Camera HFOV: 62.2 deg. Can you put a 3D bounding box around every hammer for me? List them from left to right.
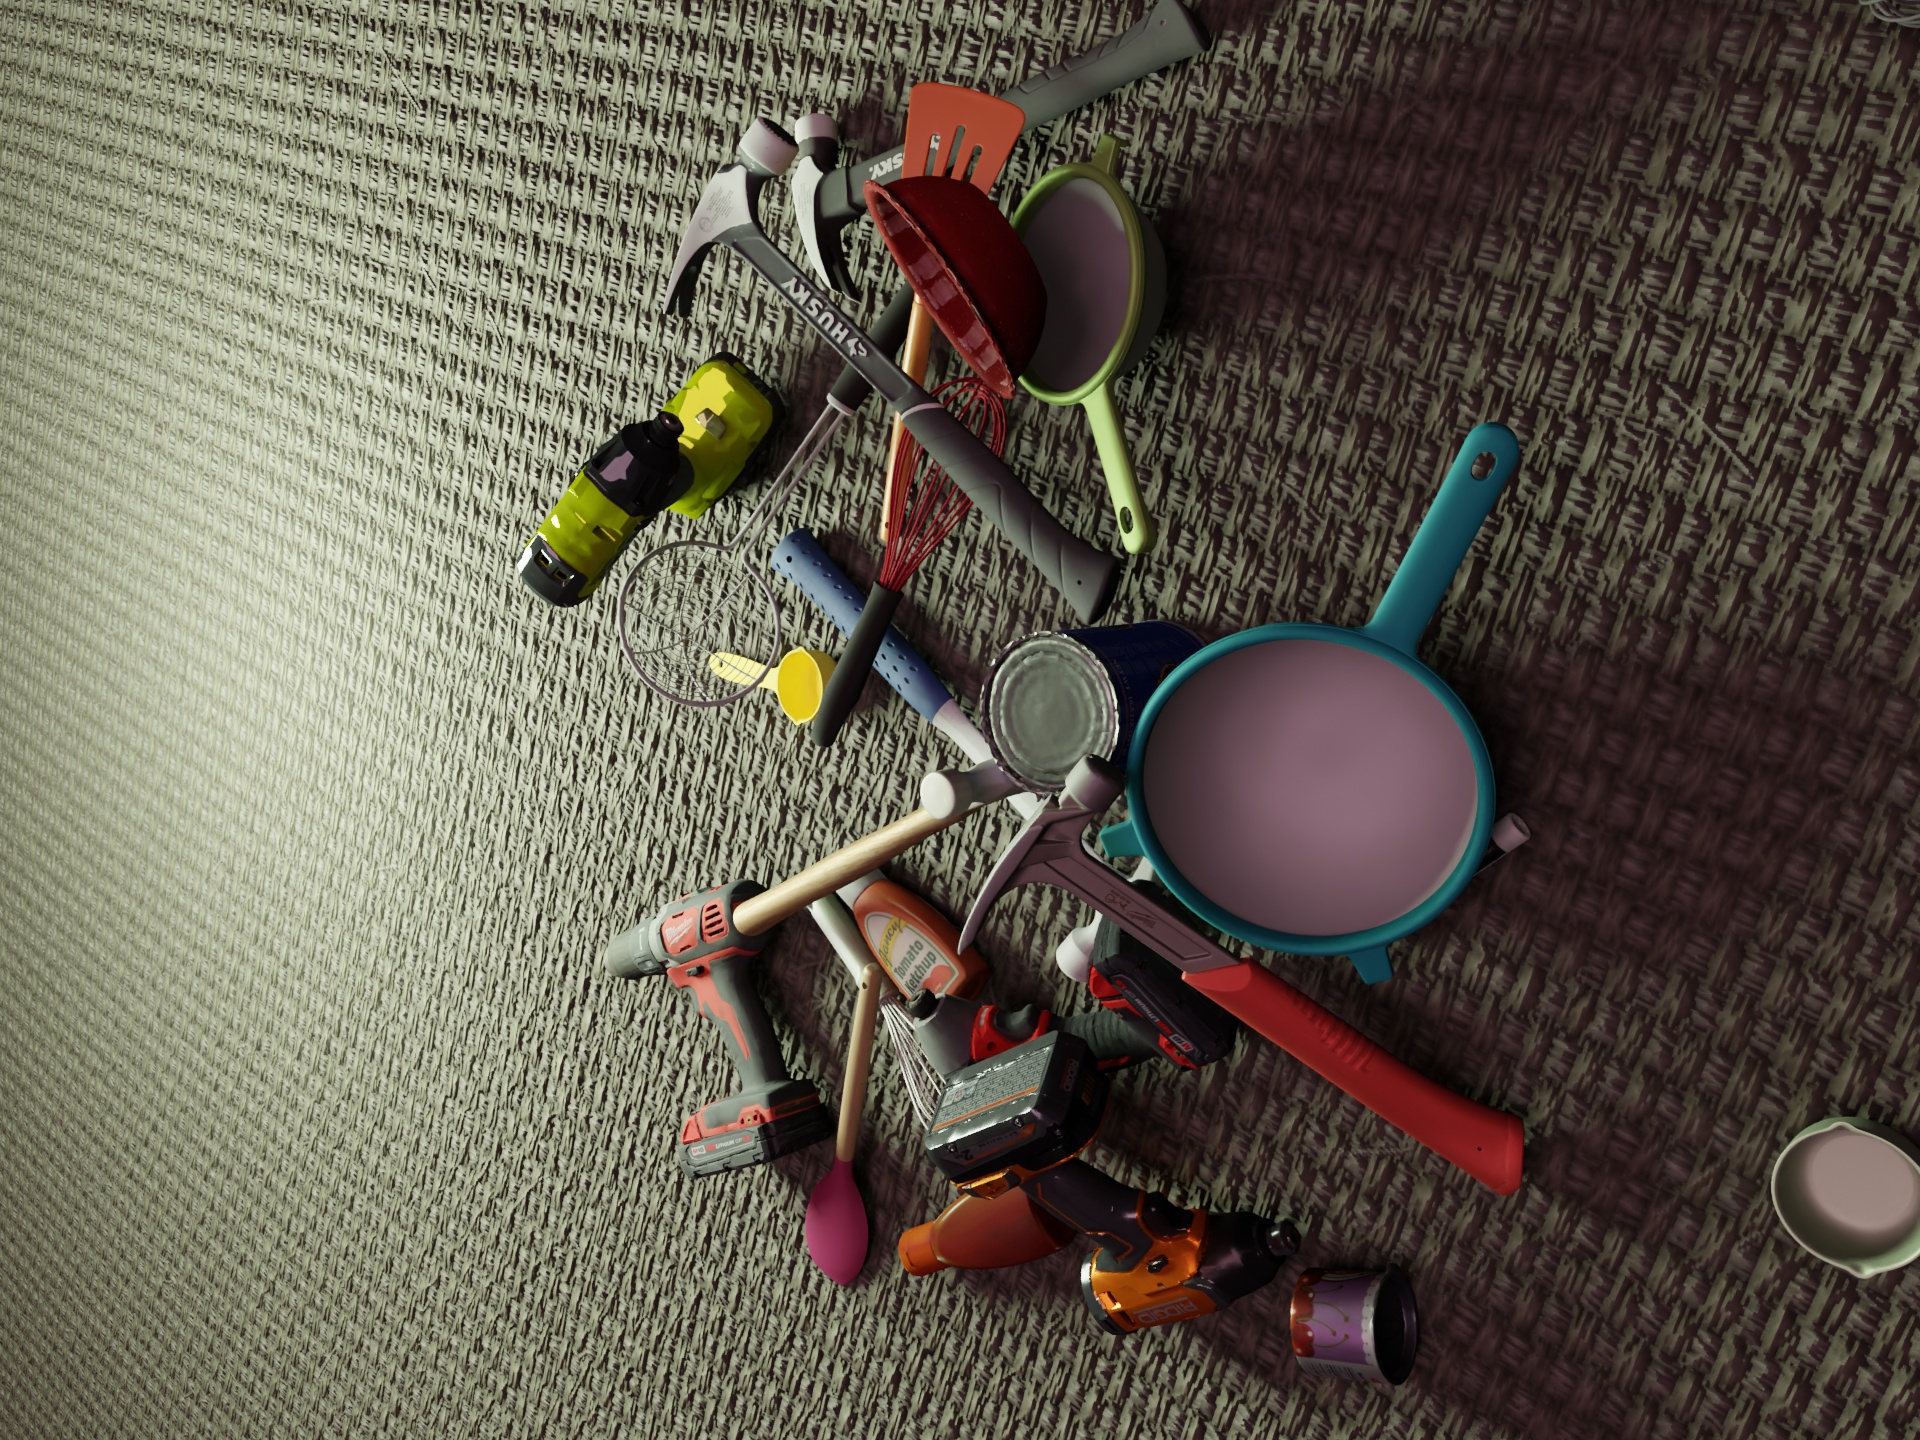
[{"bbox_3d":[-0.061,0.093,1.133,0.331,0.130,0.031,-32,77,44],"label":"hammer"},{"bbox_3d":[-0.043,-0.217,1.072,0.409,0.036,0.149,47,112,11],"label":"hammer"},{"bbox_3d":[-0.002,-0.004,1.161,0.406,0.035,0.144,47,120,23],"label":"hammer"},{"bbox_3d":[0.019,-0.402,1.089,0.335,0.035,0.146,-13,76,35],"label":"hammer"},{"bbox_3d":[0.178,0.176,0.953,0.359,0.037,0.149,35,111,0],"label":"hammer"}]

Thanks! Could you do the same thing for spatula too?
[{"bbox_3d":[-0.025,-0.273,1.116,0.081,0.041,0.322,19,124,11],"label":"spatula"}]

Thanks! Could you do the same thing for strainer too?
[{"bbox_3d":[0.103,-0.230,1.021,0.151,0.069,0.256,-28,72,55],"label":"strainer"},{"bbox_3d":[0.233,-0.024,0.931,0.211,0.095,0.340,26,116,7],"label":"strainer"}]

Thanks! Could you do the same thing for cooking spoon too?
[{"bbox_3d":[-0.088,0.321,1.244,0.069,0.017,0.318,29,123,33],"label":"cooking spoon"}]

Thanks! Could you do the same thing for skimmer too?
[{"bbox_3d":[-0.119,-0.174,1.161,0.127,0.090,0.363,32,105,-19],"label":"skimmer"}]

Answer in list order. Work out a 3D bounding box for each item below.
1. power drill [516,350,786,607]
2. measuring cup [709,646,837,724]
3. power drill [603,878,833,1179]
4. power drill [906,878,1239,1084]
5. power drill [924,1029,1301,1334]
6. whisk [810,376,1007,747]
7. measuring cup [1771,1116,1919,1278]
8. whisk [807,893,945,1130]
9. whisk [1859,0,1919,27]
[{"bbox_3d":[-0.220,-0.188,1.177,0.080,0.223,0.171,42,122,-7],"label":"power drill"},{"bbox_3d":[-0.149,-0.037,1.279,0.157,0.029,0.062,15,105,47],"label":"measuring cup"},{"bbox_3d":[-0.211,0.257,1.325,0.188,0.080,0.227,-23,79,36],"label":"power drill"},{"bbox_3d":[0.071,0.203,1.080,0.143,0.079,0.219,45,126,-13],"label":"power drill"},{"bbox_3d":[0.105,0.309,1.045,0.164,0.084,0.226,-31,111,35],"label":"power drill"},{"bbox_3d":[-0.043,-0.112,1.136,0.073,0.073,0.295,32,105,29],"label":"whisk"},{"bbox_3d":[0.509,0.242,0.812,0.167,0.038,0.083,-8,91,35],"label":"measuring cup"},{"bbox_3d":[-0.054,0.221,1.222,0.247,0.059,0.057,52,150,24],"label":"whisk"},{"bbox_3d":[0.531,-0.394,0.714,0.239,0.055,0.055,-28,79,32],"label":"whisk"}]
